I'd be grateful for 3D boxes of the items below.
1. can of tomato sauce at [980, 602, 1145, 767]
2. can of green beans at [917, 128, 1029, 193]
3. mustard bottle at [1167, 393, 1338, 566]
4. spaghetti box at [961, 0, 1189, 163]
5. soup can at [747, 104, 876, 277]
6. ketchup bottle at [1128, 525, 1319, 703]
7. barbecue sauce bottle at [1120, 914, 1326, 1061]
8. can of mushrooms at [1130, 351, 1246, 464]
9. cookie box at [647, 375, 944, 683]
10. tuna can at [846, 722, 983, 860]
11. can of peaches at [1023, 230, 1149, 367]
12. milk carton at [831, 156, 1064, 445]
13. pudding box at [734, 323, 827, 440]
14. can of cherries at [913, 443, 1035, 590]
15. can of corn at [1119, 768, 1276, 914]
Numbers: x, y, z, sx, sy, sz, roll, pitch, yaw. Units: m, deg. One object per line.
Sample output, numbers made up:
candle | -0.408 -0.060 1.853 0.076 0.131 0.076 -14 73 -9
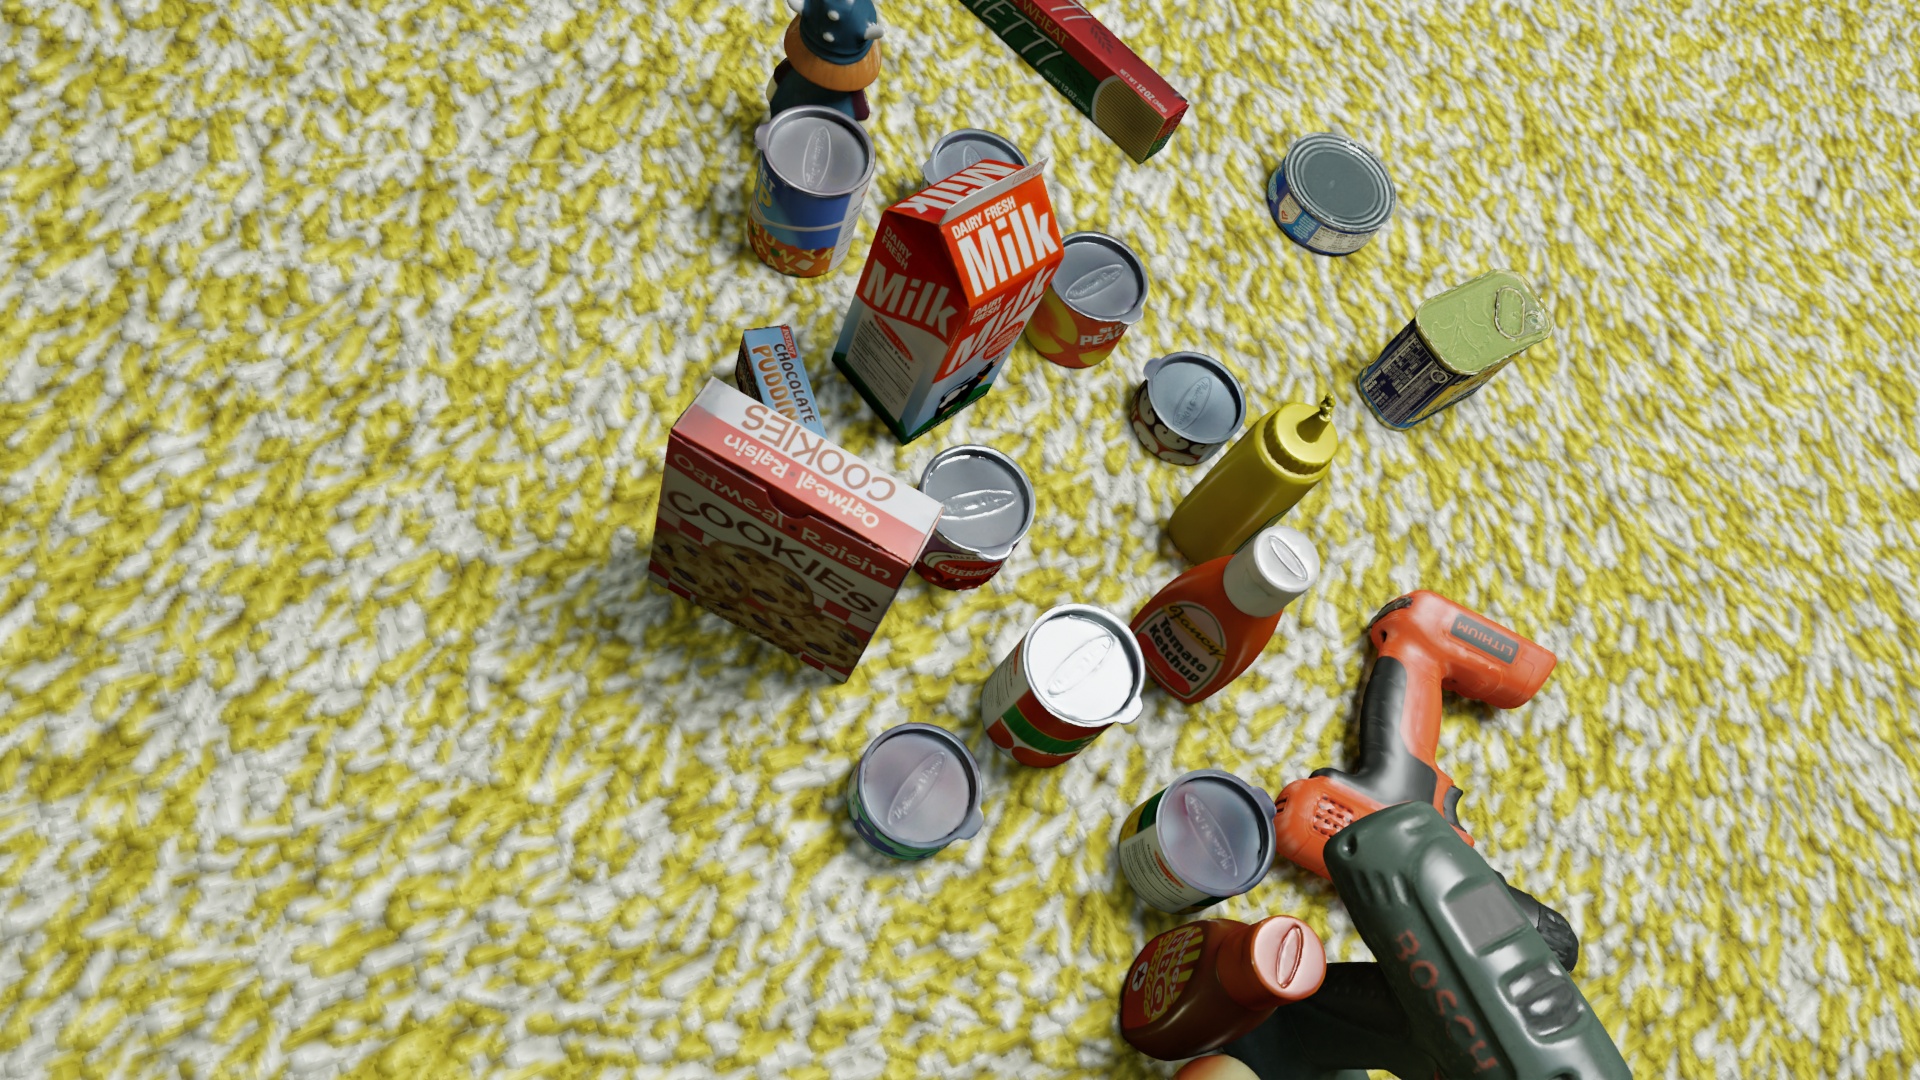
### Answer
can of tomato sauce | 0.054 0.080 0.740 0.071 0.082 0.071 7 64 -13
can of green beans | 0.006 -0.217 0.882 0.071 0.057 0.071 7 64 -13
mustard bottle | 0.172 -0.037 0.787 0.065 0.159 0.049 -37 80 -27
spaghetti box | 0.054 -0.366 0.971 0.250 0.050 0.029 45 62 7
soup can | -0.094 -0.209 0.834 0.071 0.083 0.071 7 64 -13
ketchup bottle | 0.143 0.038 0.749 0.044 0.148 0.065 -34 79 -27
barbecue sauce bottle | 0.124 0.209 0.662 0.044 0.148 0.065 27 61 -3
can of mushrooms | 0.141 -0.084 0.872 0.071 0.033 0.071 7 64 -13
cookie box | -0.088 0.002 0.688 0.123 0.166 0.040 29 61 -2
tuna can | -0.022 0.132 0.722 0.071 0.032 0.071 7 64 -13
can of peaches | 0.078 -0.148 0.871 0.071 0.057 0.071 7 64 -13
milk carton | -0.006 -0.138 0.766 0.072 0.189 0.073 -35 79 -27
pudding box | -0.102 -0.074 0.787 0.030 0.049 0.084 -11 69 -21
can of cherries | 0.003 -0.010 0.782 0.071 0.058 0.072 7 64 -13
can of corn | 0.126 0.160 0.738 0.071 0.058 0.071 7 64 -13
